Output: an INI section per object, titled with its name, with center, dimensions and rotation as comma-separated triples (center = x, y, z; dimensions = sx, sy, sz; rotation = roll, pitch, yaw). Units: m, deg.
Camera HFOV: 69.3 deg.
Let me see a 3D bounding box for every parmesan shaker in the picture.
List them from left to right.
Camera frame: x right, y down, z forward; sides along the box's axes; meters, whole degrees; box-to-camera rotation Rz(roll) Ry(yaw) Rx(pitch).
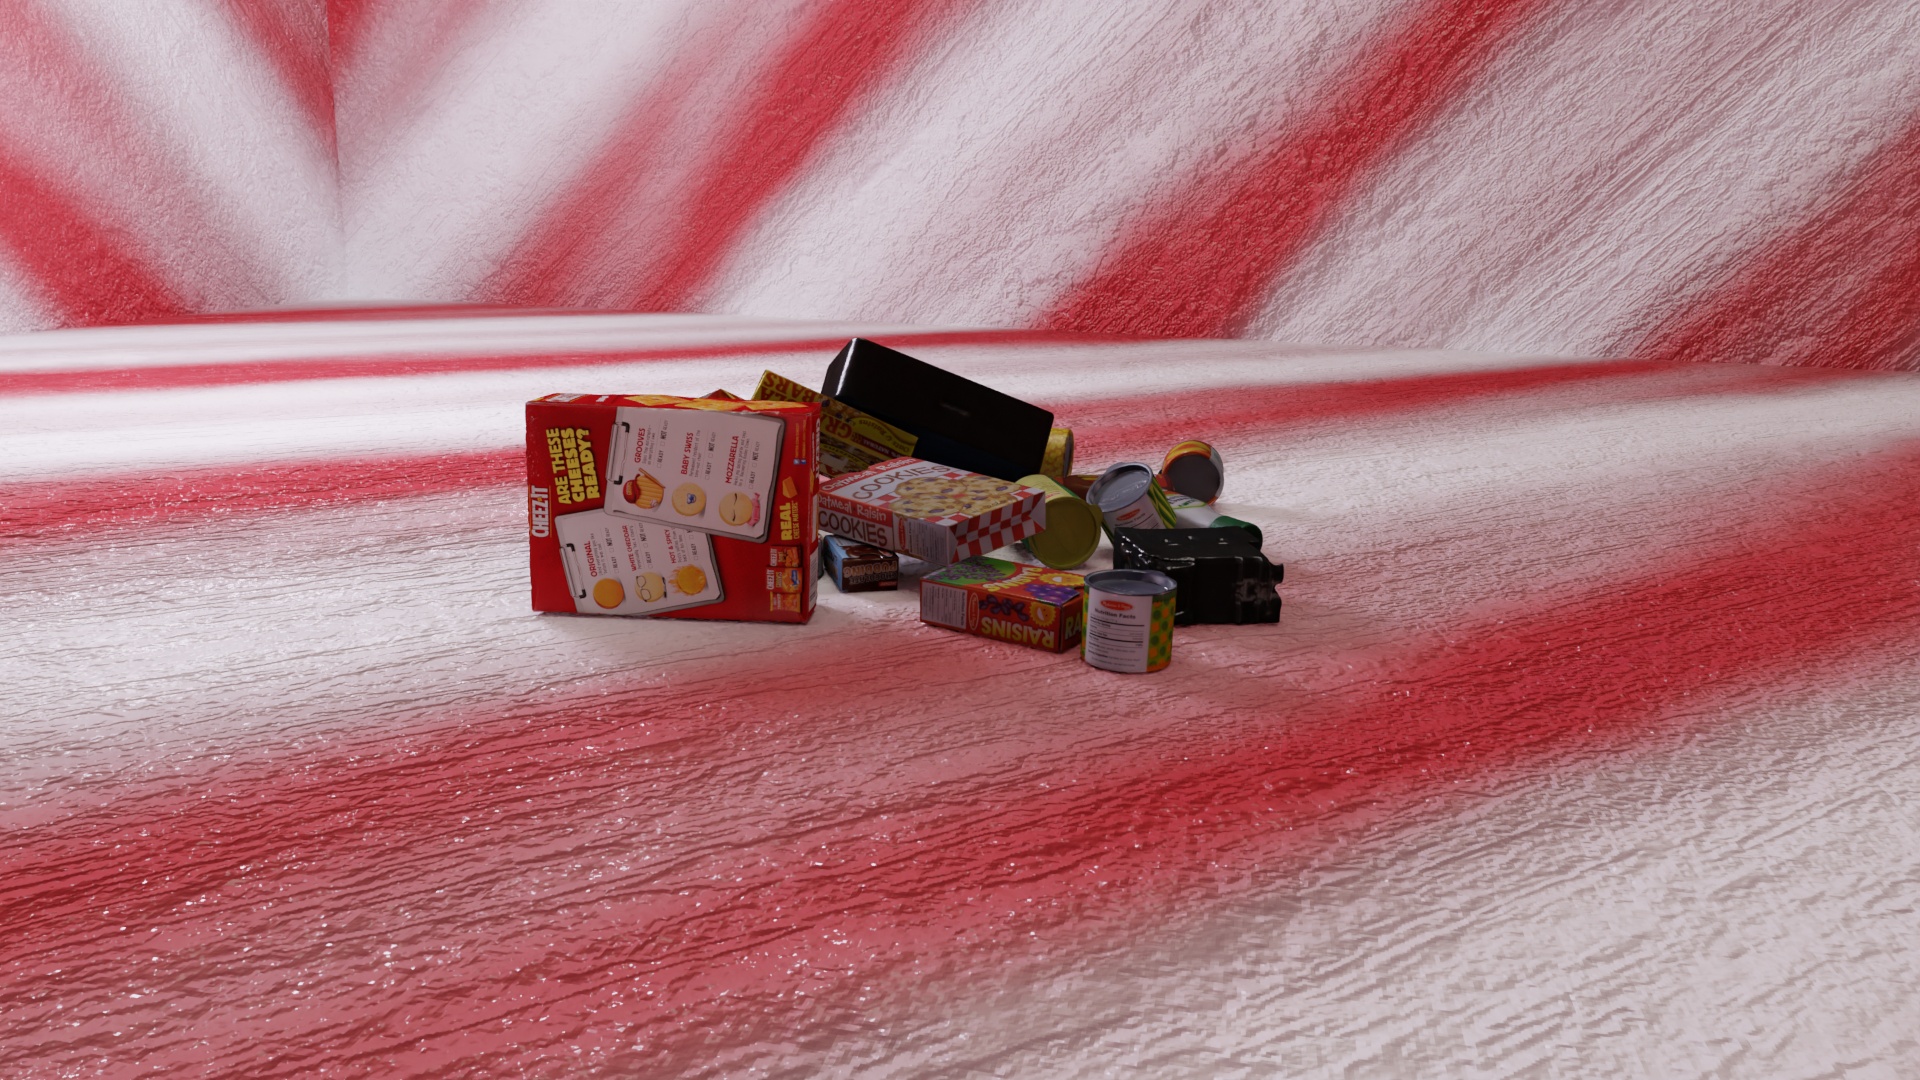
[parmesan shaker]
center = 0.084, -0.020, 1.261
dimensions = 0.071, 0.071, 0.103
rotation = -1, 14, -11

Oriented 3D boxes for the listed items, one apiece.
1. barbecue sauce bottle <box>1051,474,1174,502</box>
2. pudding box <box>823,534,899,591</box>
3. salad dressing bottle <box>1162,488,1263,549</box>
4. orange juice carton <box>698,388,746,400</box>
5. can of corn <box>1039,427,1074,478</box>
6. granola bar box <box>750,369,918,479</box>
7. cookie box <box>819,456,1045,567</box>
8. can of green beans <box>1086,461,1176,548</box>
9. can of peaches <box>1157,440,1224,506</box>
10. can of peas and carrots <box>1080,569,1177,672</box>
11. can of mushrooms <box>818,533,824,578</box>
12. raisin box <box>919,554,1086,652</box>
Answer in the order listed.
[barbecue sauce bottle]
center = 0.140, -0.046, 1.418
dimensions = 0.149, 0.043, 0.065
rotation = 0, 16, -4
[pudding box]
center = -0.085, 0.017, 1.173
dimensions = 0.050, 0.030, 0.084
rotation = -1, 15, -17
[salad dressing bottle]
center = 0.221, -0.014, 1.302
dimensions = 0.064, 0.044, 0.148
rotation = -10, 18, -29
[orange juice carton]
center = -0.239, -0.082, 1.281
dimensions = 0.192, 0.073, 0.072
rotation = -19, -20, 24
[can of corn]
center = 0.094, -0.097, 1.560
dimensions = 0.058, 0.071, 0.071
rotation = 6, 15, 14
[granola bar box]
center = -0.136, -0.104, 1.401
dimensions = 0.165, 0.039, 0.124
rotation = 24, -19, -9
[cookie box]
center = -0.030, -0.029, 1.192
dimensions = 0.167, 0.040, 0.123
rotation = 16, 26, 40
[can of green beans]
center = 0.158, -0.029, 1.274
dimensions = 0.071, 0.057, 0.071
rotation = -23, 34, 16
[can of peaches]
center = 0.245, -0.068, 1.477
dimensions = 0.071, 0.071, 0.058
rotation = 4, 15, 8
[can of peas and carrots]
center = 0.120, 0.056, 0.990
dimensions = 0.071, 0.058, 0.071
rotation = 2, 14, 0
[can of mushrooms]
center = -0.150, 0.012, 1.182
dimensions = 0.071, 0.033, 0.071
rotation = 1, 15, 0
[raisin box]
center = 0.043, 0.046, 1.060
dimensions = 0.123, 0.040, 0.086
rotation = 11, 16, 30
